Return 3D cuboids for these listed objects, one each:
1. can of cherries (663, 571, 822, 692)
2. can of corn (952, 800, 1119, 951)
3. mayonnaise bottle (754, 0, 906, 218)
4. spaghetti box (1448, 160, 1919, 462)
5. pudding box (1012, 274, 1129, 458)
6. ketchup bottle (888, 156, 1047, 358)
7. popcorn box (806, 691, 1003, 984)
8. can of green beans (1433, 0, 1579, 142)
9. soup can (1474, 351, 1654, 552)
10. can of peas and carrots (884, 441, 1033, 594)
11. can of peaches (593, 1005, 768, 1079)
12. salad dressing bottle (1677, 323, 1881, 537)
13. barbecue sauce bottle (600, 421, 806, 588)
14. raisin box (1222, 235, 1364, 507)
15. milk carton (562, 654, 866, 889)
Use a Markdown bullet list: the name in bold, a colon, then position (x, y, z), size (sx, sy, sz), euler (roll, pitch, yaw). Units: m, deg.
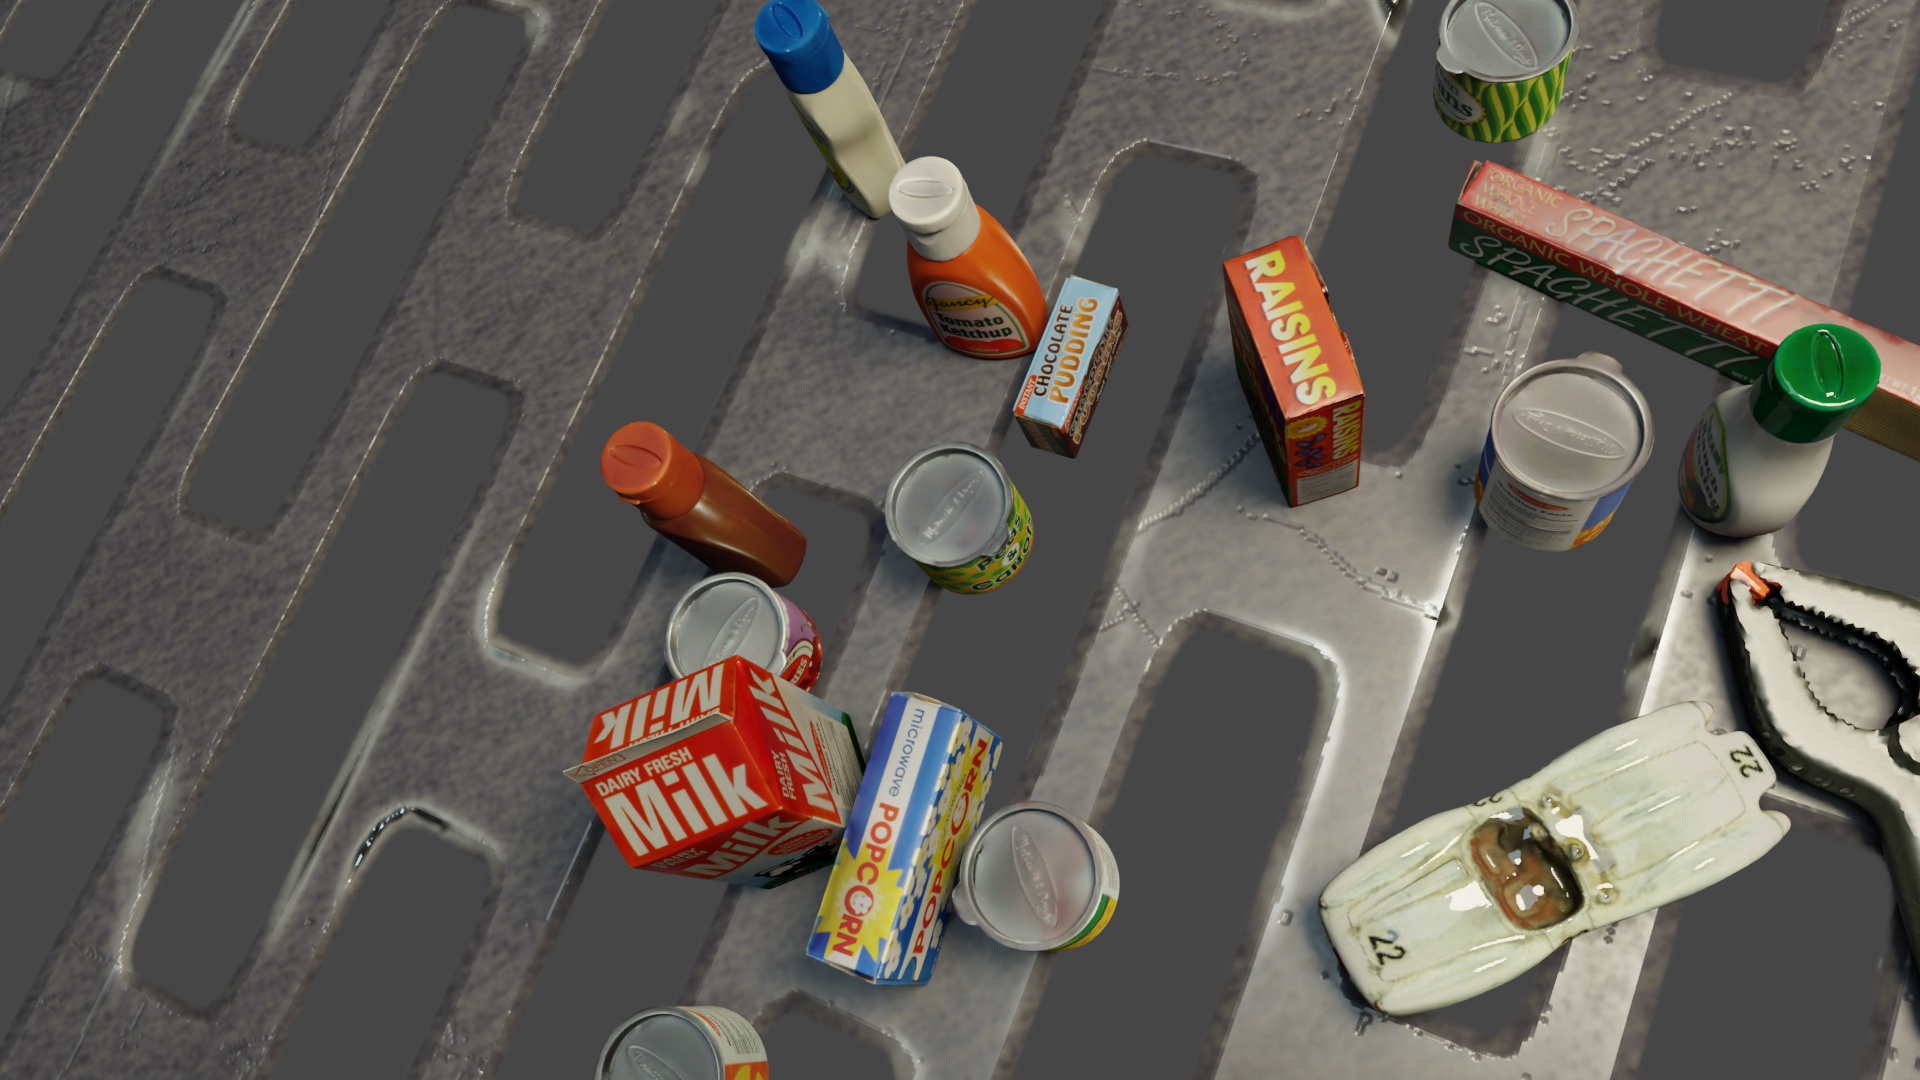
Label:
- **can of cherries**: position (-0.110, 0.057, 0.723), size (0.071, 0.058, 0.071), euler (-4, 71, 13)
- **can of corn**: position (0.036, 0.160, 0.652), size (0.071, 0.058, 0.071), euler (-4, 71, 13)
- **mayonnaise bottle**: position (-0.069, -0.238, 0.762), size (0.041, 0.148, 0.065), euler (-35, 68, 2)
- **spaghetti box**: position (0.353, -0.111, 0.663), size (0.250, 0.050, 0.029), euler (32, 83, 22)
- **pudding box**: position (0.059, -0.091, 0.733), size (0.030, 0.049, 0.084), euler (19, 78, 19)
- **ketchup bottle**: position (0.001, -0.142, 0.712), size (0.065, 0.148, 0.043), euler (5, 74, 16)
- **popcorn box**: position (-0.023, 0.142, 0.658), size (0.038, 0.085, 0.127), euler (14, 76, 18)
- **can of green beans**: position (0.282, -0.250, 0.724), size (0.071, 0.057, 0.071), euler (-4, 71, 13)
- **soup can**: position (0.277, -0.039, 0.641), size (0.071, 0.083, 0.071), euler (-4, 72, 13)
- **can of peas and carrots**: position (0.003, -0.009, 0.716), size (0.071, 0.058, 0.071), euler (-4, 71, 13)
- **can of peaches**: position (-0.133, 0.259, 0.663), size (0.071, 0.058, 0.071), euler (-4, 71, 13)
- **salad dressing bottle**: position (0.345, -0.045, 0.591), size (0.044, 0.147, 0.064), euler (-3, 72, 14)
- **barbecue sauce bottle**: position (-0.131, -0.016, 0.704), size (0.065, 0.148, 0.044), euler (16, 78, 19)
- **raisin box**: position (0.160, -0.077, 0.662), size (0.040, 0.123, 0.086), euler (-19, 69, 8)
- **milk carton**: position (-0.103, 0.108, 0.633), size (0.072, 0.190, 0.073), euler (-23, 68, 7)
